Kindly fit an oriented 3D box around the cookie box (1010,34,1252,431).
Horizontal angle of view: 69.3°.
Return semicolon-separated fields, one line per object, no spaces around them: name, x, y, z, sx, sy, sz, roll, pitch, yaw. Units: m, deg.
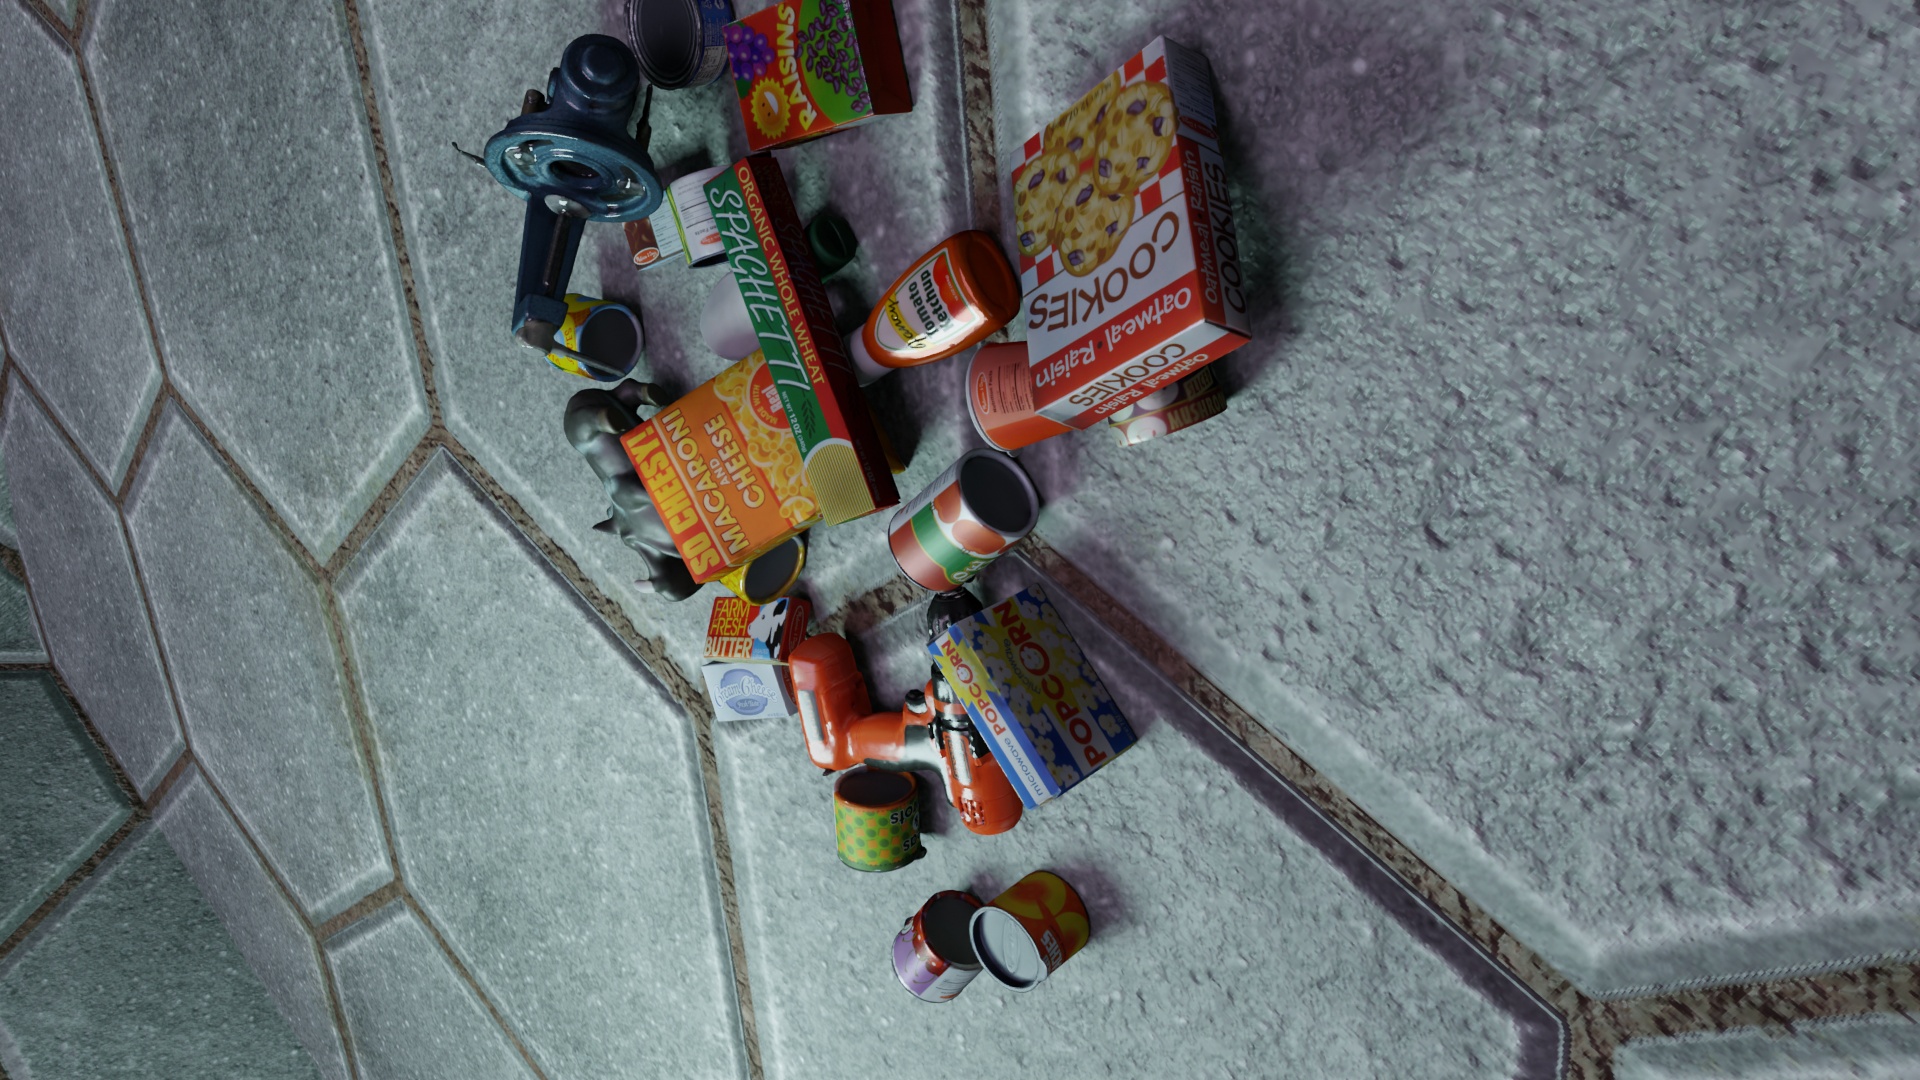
cookie box;0.086;-0.159;0.735;0.122;0.040;0.168;-27;60;46

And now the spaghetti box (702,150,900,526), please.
spaghetti box;-0.106;-0.133;0.925;0.050;0.029;0.250;-20;90;39

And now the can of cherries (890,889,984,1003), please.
can of cherries;-0.013;0.307;1.059;0.071;0.072;0.058;49;134;18

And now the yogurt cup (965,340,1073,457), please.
yogurt cup;0.044;-0.090;0.837;0.054;0.073;0.072;-8;102;37

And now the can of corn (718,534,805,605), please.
can of corn;-0.164;0.012;1.078;0.058;0.071;0.070;32;127;30

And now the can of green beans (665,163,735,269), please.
can of green beans;-0.169;-0.229;0.982;0.071;0.071;0.057;-10;99;46

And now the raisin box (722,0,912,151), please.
raisin box;-0.094;-0.306;0.896;0.123;0.040;0.086;-1;107;43

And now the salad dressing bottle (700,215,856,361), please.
salad dressing bottle;-0.129;-0.178;0.983;0.147;0.044;0.064;-28;85;45

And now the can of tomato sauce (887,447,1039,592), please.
can of tomato sauce;0.003;-0.011;0.908;0.082;0.071;0.071;-39;79;45

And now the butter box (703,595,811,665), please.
butter box;-0.165;0.072;1.121;0.103;0.024;0.053;-3;72;44

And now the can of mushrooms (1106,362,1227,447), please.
can of mushrooms;0.114;-0.078;0.771;0.071;0.071;0.033;-15;97;46

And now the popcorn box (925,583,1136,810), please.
popcorn box;0.047;0.099;0.898;0.038;0.085;0.127;-42;76;44

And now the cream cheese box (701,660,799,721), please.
cream cheese box;-0.174;0.122;1.167;0.103;0.024;0.053;-12;97;46

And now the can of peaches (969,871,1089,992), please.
can of peaches;0.051;0.279;0.990;0.071;0.058;0.071;18;119;38

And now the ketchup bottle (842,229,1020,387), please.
ketchup bottle;-0.027;-0.142;0.898;0.148;0.044;0.064;-25;89;47

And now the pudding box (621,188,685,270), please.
pudding box;-0.221;-0.239;1.054;0.083;0.030;0.049;-7;103;45

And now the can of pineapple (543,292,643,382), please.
can of pineapple;-0.305;-0.166;1.138;0.058;0.071;0.070;17;119;38

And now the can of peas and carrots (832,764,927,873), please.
can of peas and carrots;-0.062;0.213;1.067;0.071;0.071;0.058;16;117;39

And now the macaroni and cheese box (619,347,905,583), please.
macaroni and cheese box;-0.141;-0.062;0.986;0.166;0.040;0.124;-30;84;13
